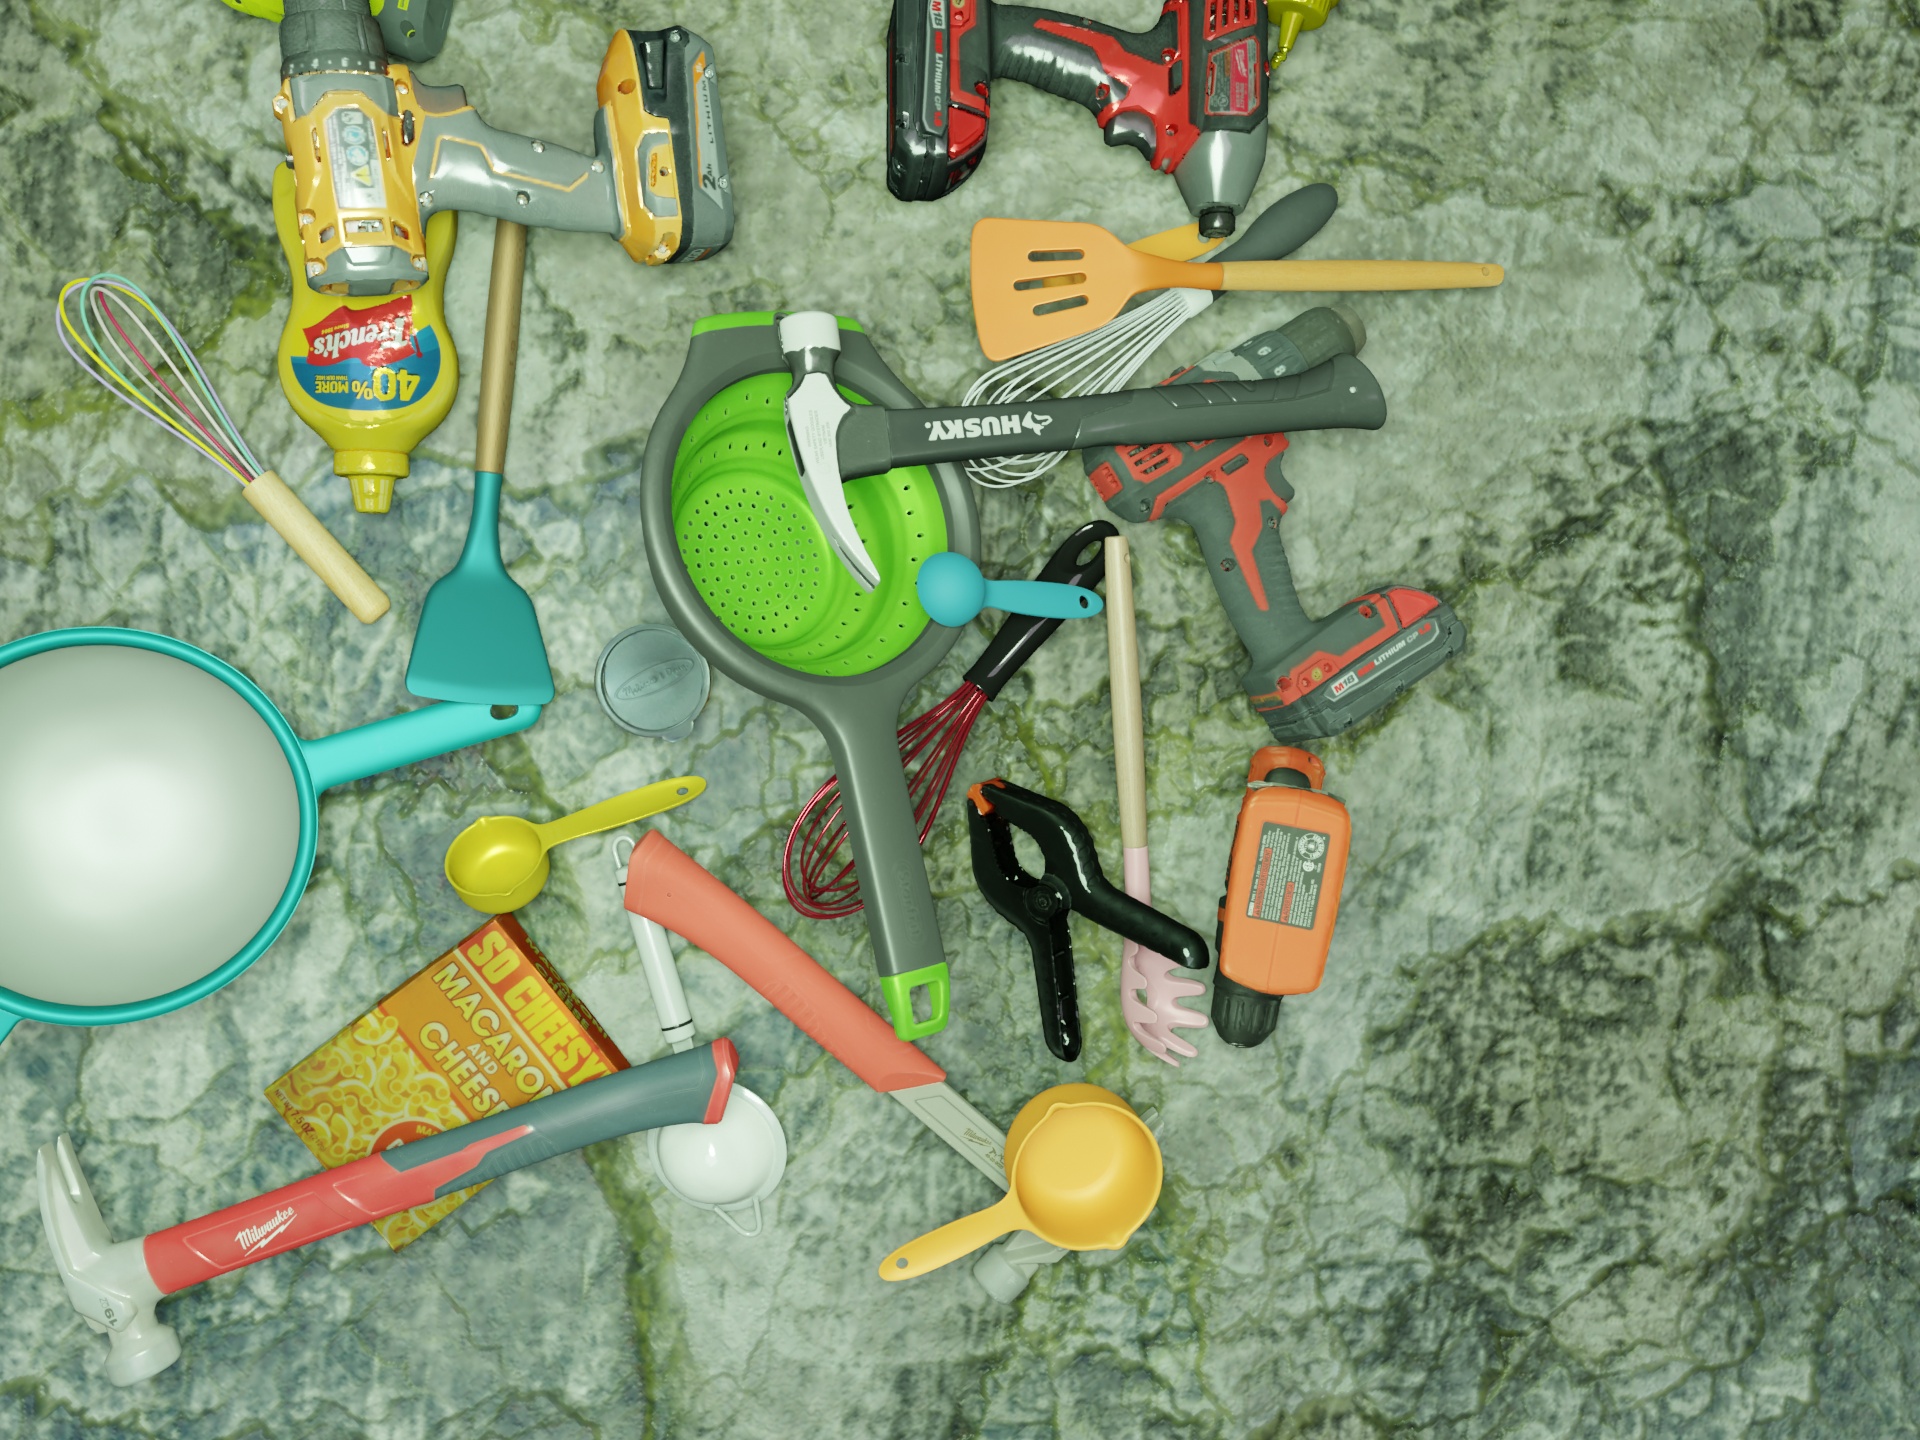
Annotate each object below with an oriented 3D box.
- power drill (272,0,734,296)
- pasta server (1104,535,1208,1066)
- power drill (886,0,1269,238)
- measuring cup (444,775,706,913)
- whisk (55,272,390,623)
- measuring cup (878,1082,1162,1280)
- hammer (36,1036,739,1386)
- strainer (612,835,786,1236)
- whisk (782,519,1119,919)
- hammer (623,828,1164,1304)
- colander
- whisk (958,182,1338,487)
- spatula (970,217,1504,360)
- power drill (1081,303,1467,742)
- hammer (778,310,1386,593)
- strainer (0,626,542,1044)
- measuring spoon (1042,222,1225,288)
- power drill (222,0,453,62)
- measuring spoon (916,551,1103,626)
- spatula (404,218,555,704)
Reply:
[{"bbox_3d":[-0.247,-0.328,0.854,0.226,0.084,0.185,-10,98,-22],"label":"power drill"},{"bbox_3d":[0.109,0.048,0.947,0.040,0.060,0.316,1,99,37],"label":"pasta server"},{"bbox_3d":[0.069,-0.352,0.911,0.219,0.078,0.143,0,90,-7],"label":"power drill"},{"bbox_3d":[-0.222,0.070,0.936,0.156,0.029,0.062,-20,51,-16],"label":"measuring cup"},{"bbox_3d":[-0.412,-0.155,0.904,0.051,0.047,0.245,-38,100,10],"label":"whisk"},{"bbox_3d":[0.031,0.273,0.922,0.173,0.052,0.095,-25,99,-2],"label":"measuring cup"},{"bbox_3d":[-0.314,0.241,0.894,0.386,0.038,0.143,-19,94,-1],"label":"hammer"},{"bbox_3d":[-0.167,0.193,0.945,0.087,0.050,0.258,-16,91,11],"label":"strainer"},{"bbox_3d":[-0.001,-0.003,0.939,0.073,0.073,0.296,40,84,-6],"label":"whisk"},{"bbox_3d":[-0.050,0.185,0.944,0.359,0.037,0.149,42,89,-9],"label":"hammer"},{"bbox_3d":[-0.080,-0.021,0.880,0.204,0.094,0.397,-9,85,-34],"label":"colander"},{"bbox_3d":[0.110,-0.233,0.937,0.284,0.070,0.070,-37,96,-7],"label":"whisk"},{"bbox_3d":[0.166,-0.253,0.912,0.322,0.041,0.081,-5,88,-17],"label":"spatula"},{"bbox_3d":[0.202,-0.120,0.938,0.188,0.080,0.226,-33,91,-10],"label":"power drill"},{"bbox_3d":[0.075,-0.157,0.863,0.334,0.035,0.146,-7,85,-13],"label":"hammer"},{"bbox_3d":[-0.409,0.037,0.898,0.340,0.095,0.211,-18,96,-20],"label":"strainer"},{"bbox_3d":[0.105,-0.277,0.951,0.117,0.011,0.021,-18,95,-3],"label":"measuring spoon"},{"bbox_3d":[-0.359,-0.498,0.870,0.190,0.080,0.228,16,95,-6],"label":"power drill"},{"bbox_3d":[0.034,-0.072,0.895,0.128,0.021,0.042,2,79,-34],"label":"measuring spoon"},{"bbox_3d":[-0.265,-0.168,0.912,0.082,0.044,0.317,4,91,-23],"label":"spatula"}]
